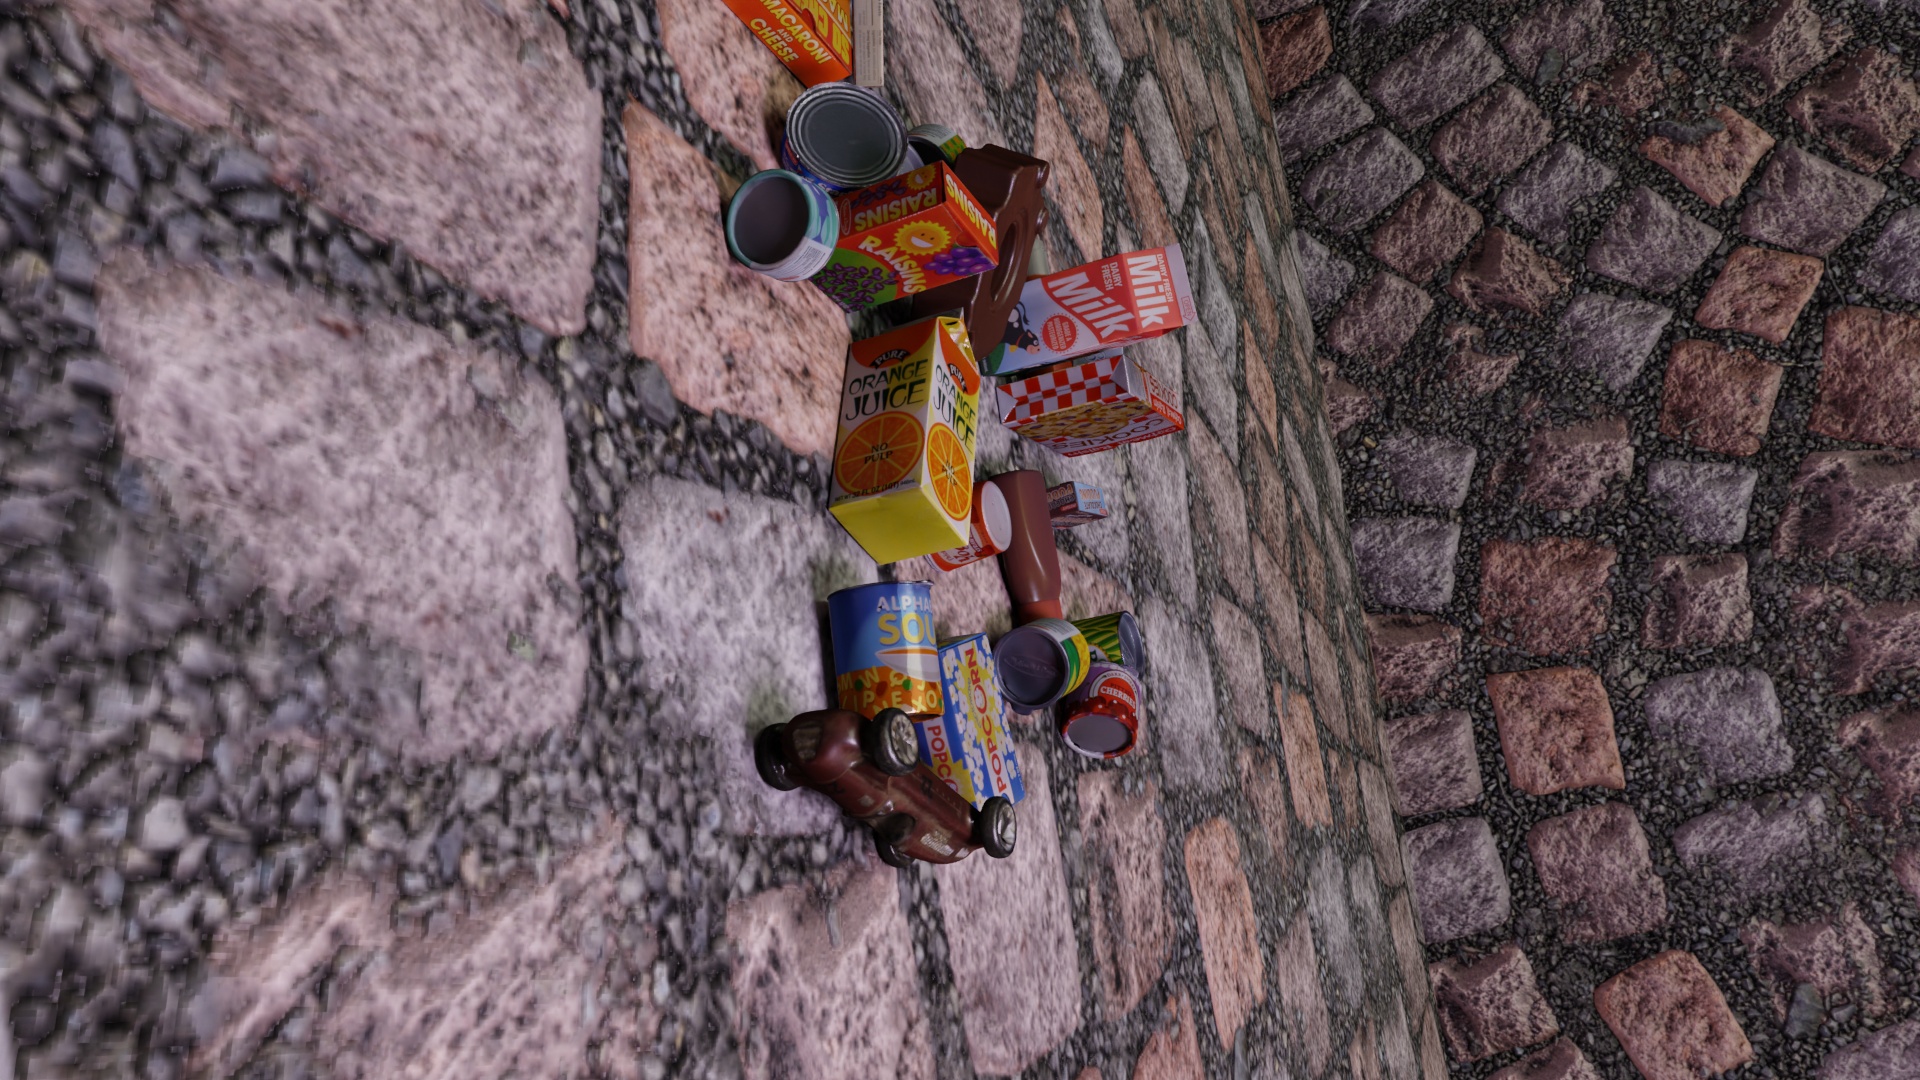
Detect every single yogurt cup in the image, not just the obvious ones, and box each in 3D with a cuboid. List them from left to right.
[{"bbox_3d":[0.004,-0.013,1.050,0.072,0.054,0.073,45,38,-52],"label":"yogurt cup"}]

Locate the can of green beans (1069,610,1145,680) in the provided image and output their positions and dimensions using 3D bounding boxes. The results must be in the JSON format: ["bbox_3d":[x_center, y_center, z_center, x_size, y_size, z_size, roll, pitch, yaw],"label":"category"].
[{"bbox_3d":[0.130,0.101,1.264,0.071,0.058,0.071,44,39,-52],"label":"can of green beans"}]

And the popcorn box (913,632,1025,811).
[{"bbox_3d":[0.002,0.134,0.985,0.085,0.038,0.126,-12,88,-68],"label":"popcorn box"}]

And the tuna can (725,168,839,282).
[{"bbox_3d":[-0.113,-0.201,0.876,0.033,0.071,0.071,6,72,-65],"label":"tuna can"}]

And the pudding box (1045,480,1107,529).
[{"bbox_3d":[0.097,-0.032,1.275,0.084,0.049,0.030,9,68,-66],"label":"pudding box"}]

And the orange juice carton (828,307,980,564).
[{"bbox_3d":[-0.035,-0.086,0.981,0.073,0.071,0.193,51,35,-46],"label":"orange juice carton"}]

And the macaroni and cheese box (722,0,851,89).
[{"bbox_3d":[-0.127,-0.432,1.004,0.123,0.040,0.167,32,49,-57],"label":"macaroni and cheese box"}]

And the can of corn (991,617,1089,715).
[{"bbox_3d":[0.064,0.100,1.111,0.058,0.071,0.071,-12,89,-67],"label":"can of corn"}]

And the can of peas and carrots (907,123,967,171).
[{"bbox_3d":[-0.030,-0.295,1.117,0.070,0.071,0.059,68,24,-19],"label":"can of peas and carrots"}]

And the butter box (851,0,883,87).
[{"bbox_3d":[-0.072,-0.408,1.072,0.103,0.024,0.053,93,-6,-48],"label":"butter box"}]

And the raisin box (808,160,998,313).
[{"bbox_3d":[-0.047,-0.206,0.956,0.086,0.123,0.040,37,45,-56],"label":"raisin box"}]

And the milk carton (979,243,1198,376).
[{"bbox_3d":[0.109,-0.200,1.216,0.073,0.190,0.072,-15,91,-66],"label":"milk carton"}]

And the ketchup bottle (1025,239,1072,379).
[{"bbox_3d":[0.076,-0.214,1.334,0.065,0.043,0.149,18,61,-69],"label":"ketchup bottle"}]

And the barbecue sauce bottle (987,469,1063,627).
[{"bbox_3d":[0.059,0.016,1.172,0.065,0.043,0.148,4,74,-65],"label":"barbecue sauce bottle"}]

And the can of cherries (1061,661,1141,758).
[{"bbox_3d":[0.125,0.147,1.212,0.071,0.071,0.059,59,30,-35],"label":"can of cherries"}]

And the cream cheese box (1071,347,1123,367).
[{"bbox_3d":[0.134,-0.158,1.380,0.024,0.053,0.103,-111,-168,-50],"label":"cream cheese box"}]

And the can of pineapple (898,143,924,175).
[{"bbox_3d":[-0.060,-0.259,1.037,0.071,0.058,0.071,44,39,-51],"label":"can of pineapple"}]

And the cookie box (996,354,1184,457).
[{"bbox_3d":[0.124,-0.121,1.292,0.167,0.123,0.040,16,64,-64],"label":"cookie box"}]

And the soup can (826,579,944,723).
[{"bbox_3d":[-0.045,0.072,0.874,0.071,0.071,0.084,19,61,-63],"label":"soup can"}]
